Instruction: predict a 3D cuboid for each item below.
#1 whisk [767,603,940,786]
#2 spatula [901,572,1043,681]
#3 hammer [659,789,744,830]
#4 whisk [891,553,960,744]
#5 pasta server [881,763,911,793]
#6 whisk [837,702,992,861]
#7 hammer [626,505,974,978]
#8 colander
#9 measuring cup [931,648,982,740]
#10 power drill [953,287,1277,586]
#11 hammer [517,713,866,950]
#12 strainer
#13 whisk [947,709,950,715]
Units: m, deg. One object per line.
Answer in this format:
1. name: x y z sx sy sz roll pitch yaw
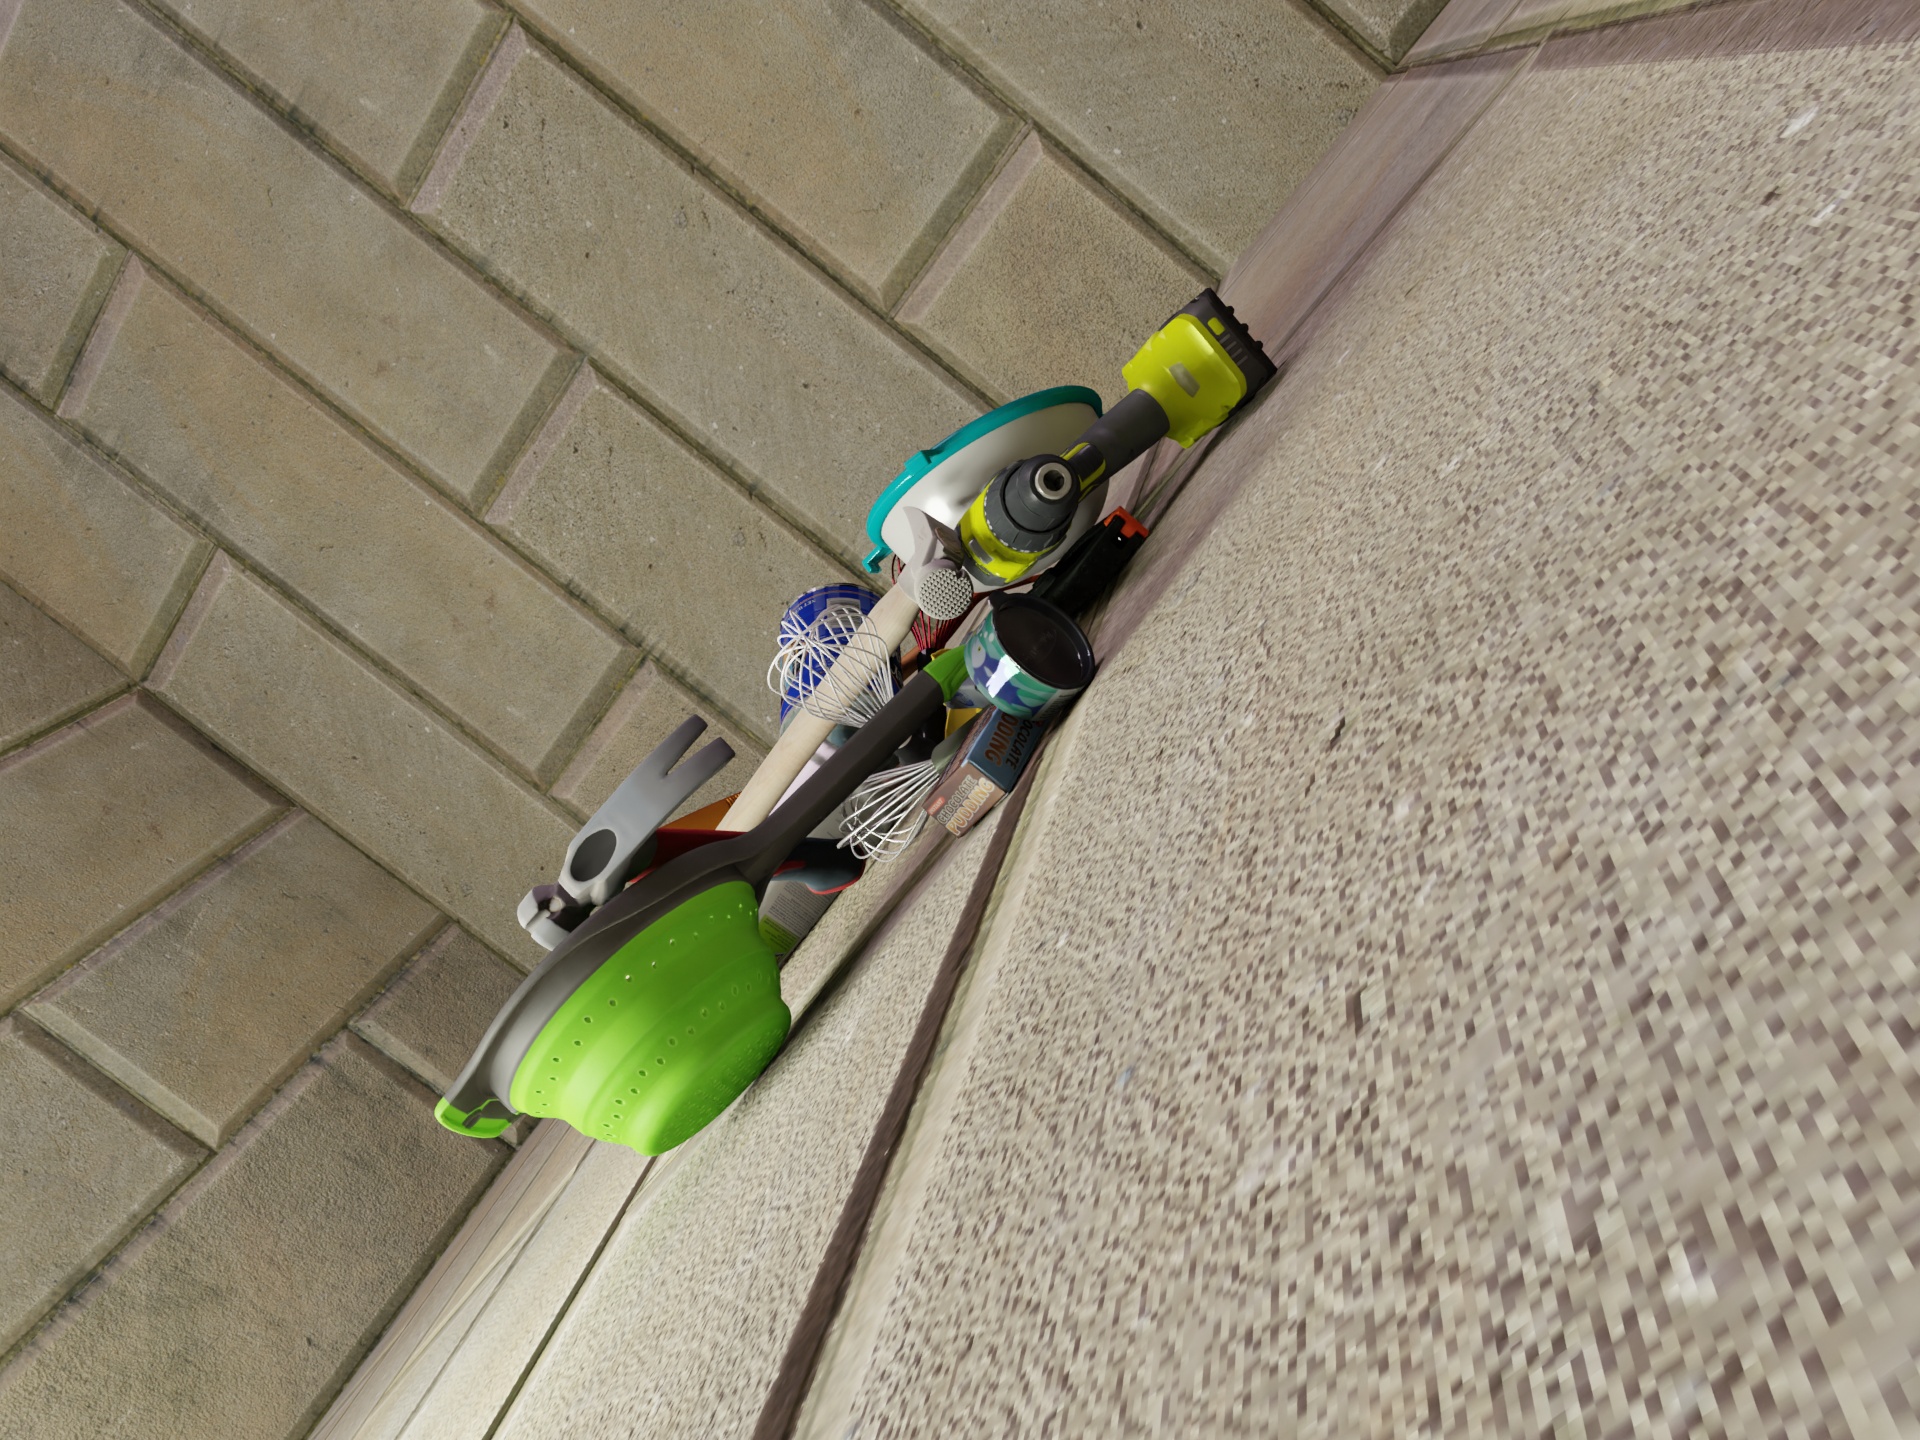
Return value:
1. whisk: -0.053 -0.003 1.011 0.070 0.070 0.284 -52 -23 -6
2. spatula: -0.032 -0.048 1.383 0.322 0.041 0.081 -40 7 -4
3. hammer: -0.197 0.076 1.424 0.337 0.034 0.127 -27 -3 -25
4. whisk: -0.024 -0.064 1.298 0.073 0.073 0.296 -48 28 36
5. pasta server: -0.070 0.057 1.375 0.316 0.060 0.040 -41 43 54
6. whisk: -0.011 0.029 0.987 0.059 0.058 0.246 -29 -6 -41
7. hammer: -0.128 0.029 1.141 0.410 0.038 0.146 -53 22 17
8. colander: -0.104 0.115 0.896 0.397 0.094 0.204 -44 -15 -12
9. measuring cup: -0.002 -0.004 1.173 0.157 0.062 0.029 -82 15 -59
10. power drill: 0.100 -0.187 1.074 0.228 0.080 0.190 -41 2 -12
11. hammer: -0.125 0.074 0.993 0.143 0.038 0.386 -48 -15 7
12. strainer: 0.093 -0.188 1.265 0.340 0.095 0.211 -25 -11 -21
13. whisk: 0.003 -0.032 1.327 0.047 0.051 0.245 -48 6 -26
